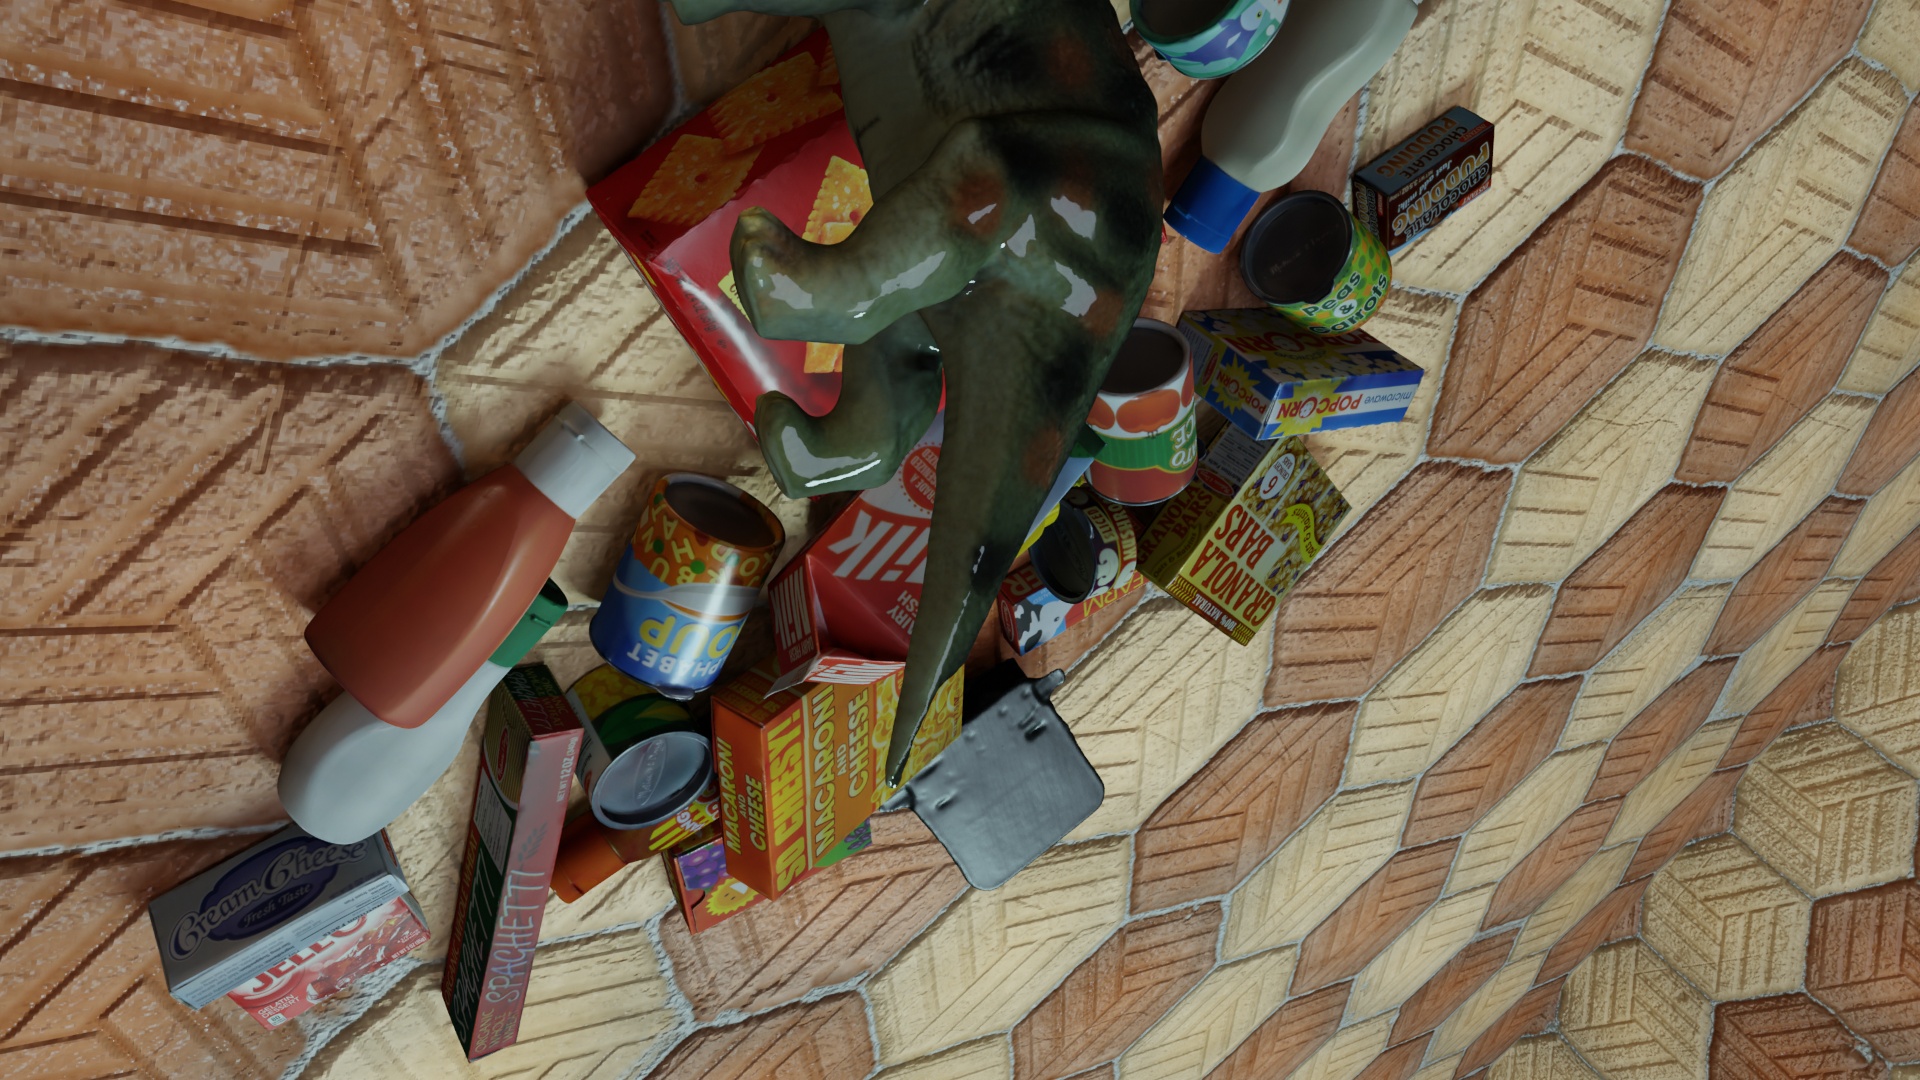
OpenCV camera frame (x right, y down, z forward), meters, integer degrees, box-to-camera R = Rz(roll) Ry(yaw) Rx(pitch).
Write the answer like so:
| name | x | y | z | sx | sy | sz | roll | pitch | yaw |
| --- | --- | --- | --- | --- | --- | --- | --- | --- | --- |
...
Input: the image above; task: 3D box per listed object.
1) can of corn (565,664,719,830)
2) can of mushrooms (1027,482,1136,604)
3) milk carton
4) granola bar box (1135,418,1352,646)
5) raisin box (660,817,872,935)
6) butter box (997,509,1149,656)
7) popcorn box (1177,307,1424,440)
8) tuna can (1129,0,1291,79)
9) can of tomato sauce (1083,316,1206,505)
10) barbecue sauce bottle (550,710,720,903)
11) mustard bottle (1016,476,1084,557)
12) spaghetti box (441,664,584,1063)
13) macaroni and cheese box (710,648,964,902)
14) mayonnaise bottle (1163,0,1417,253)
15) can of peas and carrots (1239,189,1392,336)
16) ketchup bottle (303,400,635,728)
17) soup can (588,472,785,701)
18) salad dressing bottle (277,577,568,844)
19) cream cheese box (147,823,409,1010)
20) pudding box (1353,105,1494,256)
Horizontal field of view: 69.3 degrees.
| name | x | y | z | sx | sy | sz | roll | pitch | yaw |
| --- | --- | --- | --- | --- | --- | --- | --- | --- | --- |
| can of corn | -0.165 | 0.103 | 0.711 | 0.071 | 0.058 | 0.070 | -23 | 138 | -23 |
| can of mushrooms | 0.071 | 0.000 | 0.808 | 0.033 | 0.071 | 0.070 | -17 | 135 | -30 |
| milk carton | -0.023 | 0.001 | 0.656 | 0.191 | 0.073 | 0.072 | -49 | -173 | -24 |
| granola bar box | 0.184 | -0.006 | 0.901 | 0.124 | 0.039 | 0.165 | -54 | 147 | 3 |
| raisin box | -0.117 | 0.175 | 0.836 | 0.124 | 0.040 | 0.085 | -23 | 139 | -22 |
| butter box | 0.072 | 0.026 | 0.869 | 0.104 | 0.024 | 0.052 | -29 | 140 | -16 |
| popcorn box | 0.194 | -0.100 | 0.805 | 0.127 | 0.085 | 0.038 | -9 | 130 | -34 |
| tuna can | 0.108 | -0.241 | 0.616 | 0.033 | 0.071 | 0.071 | 20 | 112 | -47 |
| can of tomato sauce | 0.098 | -0.071 | 0.763 | 0.071 | 0.071 | 0.082 | -31 | 140 | -14 |
| barbecue sauce bottle | -0.160 | 0.141 | 0.762 | 0.149 | 0.044 | 0.064 | -33 | 146 | -11 |
| mustard bottle | 0.003 | -0.009 | 0.748 | 0.161 | 0.065 | 0.048 | -26 | 139 | -27 |
| spaghetti box | -0.237 | 0.174 | 0.722 | 0.029 | 0.050 | 0.248 | -7 | 130 | -38 |
| macaroni and cheese box | -0.061 | 0.096 | 0.752 | 0.167 | 0.040 | 0.123 | -36 | 139 | -43 |
| mayonnaise bottle | 0.156 | -0.214 | 0.687 | 0.041 | 0.065 | 0.147 | 5 | 126 | -48 |
| can of peas and carrots | 0.200 | -0.151 | 0.773 | 0.059 | 0.071 | 0.070 | 19 | 112 | -49 |
| ketchup bottle | -0.202 | 0.006 | 0.587 | 0.149 | 0.065 | 0.043 | -47 | 163 | -6 |
| soup can | -0.127 | 0.021 | 0.654 | 0.071 | 0.071 | 0.083 | 7 | 121 | -44 |
| salad dressing bottle | -0.241 | 0.071 | 0.628 | 0.147 | 0.044 | 0.064 | -45 | 145 | 2 |
| cream cheese box | -0.316 | 0.166 | 0.644 | 0.104 | 0.053 | 0.024 | -29 | 142 | -16 |
| pudding box | 0.270 | -0.209 | 0.812 | 0.084 | 0.030 | 0.049 | -34 | 142 | -10 |
